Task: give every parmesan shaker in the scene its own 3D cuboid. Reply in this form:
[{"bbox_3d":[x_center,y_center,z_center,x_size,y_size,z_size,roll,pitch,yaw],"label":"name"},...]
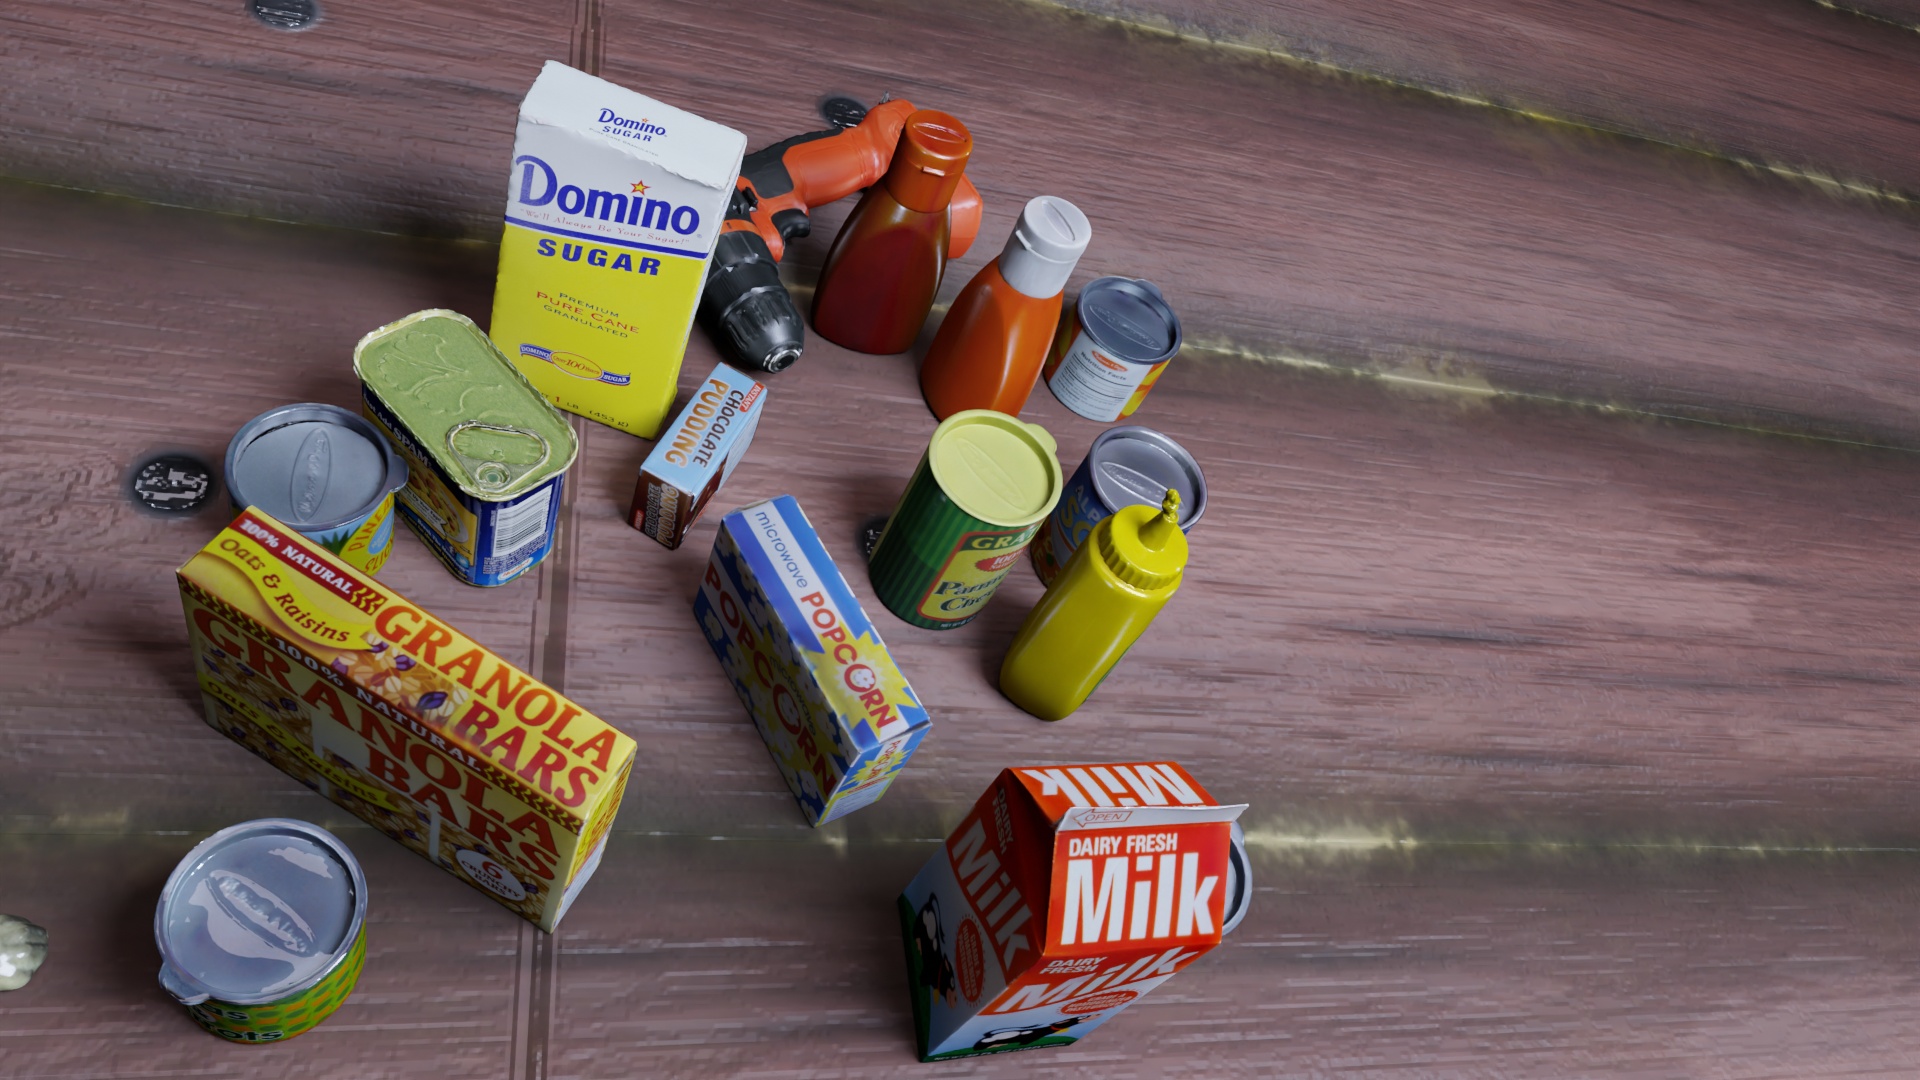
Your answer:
[{"bbox_3d":[0.002,-0.009,0.686,0.071,0.102,0.071,11,54,-15],"label":"parmesan shaker"}]

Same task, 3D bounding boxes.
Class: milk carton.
[{"bbox_3d":[0.038,0.141,0.541,0.072,0.189,0.074,2,57,-21],"label":"milk carton"}]

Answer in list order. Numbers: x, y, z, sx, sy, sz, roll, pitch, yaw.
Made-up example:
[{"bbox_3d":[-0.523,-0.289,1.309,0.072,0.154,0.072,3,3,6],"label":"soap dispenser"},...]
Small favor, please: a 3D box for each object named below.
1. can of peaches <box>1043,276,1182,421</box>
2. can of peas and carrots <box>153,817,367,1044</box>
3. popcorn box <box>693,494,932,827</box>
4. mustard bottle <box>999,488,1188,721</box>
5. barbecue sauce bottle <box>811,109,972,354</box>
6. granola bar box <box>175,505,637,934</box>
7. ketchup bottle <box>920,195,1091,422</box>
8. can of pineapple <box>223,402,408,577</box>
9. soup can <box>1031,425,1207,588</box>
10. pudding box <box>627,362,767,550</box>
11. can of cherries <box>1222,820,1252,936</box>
[{"bbox_3d":[0.090,-0.114,0.824,0.071,0.057,0.071,11,54,-15],"label":"can of peaches"},{"bbox_3d":[-0.252,0.144,0.503,0.071,0.058,0.071,11,54,-15],"label":"can of peas and carrots"},{"bbox_3d":[-0.071,0.054,0.624,0.038,0.084,0.127,-20,67,-32],"label":"popcorn box"},{"bbox_3d":[0.068,0.027,0.652,0.049,0.159,0.066,33,51,2],"label":"mustard bottle"},{"bbox_3d":[-0.034,-0.163,0.750,0.065,0.147,0.044,12,54,-15],"label":"barbecue sauce bottle"},{"bbox_3d":[-0.209,0.073,0.529,0.165,0.123,0.039,31,51,0],"label":"granola bar box"},{"bbox_3d":[0.024,-0.118,0.742,0.044,0.148,0.065,-18,66,-31],"label":"ketchup bottle"},{"bbox_3d":[-0.279,-0.016,0.604,0.071,0.057,0.071,11,54,-15],"label":"can of pineapple"},{"bbox_3d":[0.081,-0.008,0.730,0.071,0.083,0.072,11,54,-15],"label":"soup can"},{"bbox_3d":[-0.130,-0.043,0.689,0.030,0.049,0.084,28,51,-2],"label":"pudding box"},{"bbox_3d":[0.092,0.158,0.636,0.071,0.058,0.072,11,54,-15],"label":"can of cherries"}]
